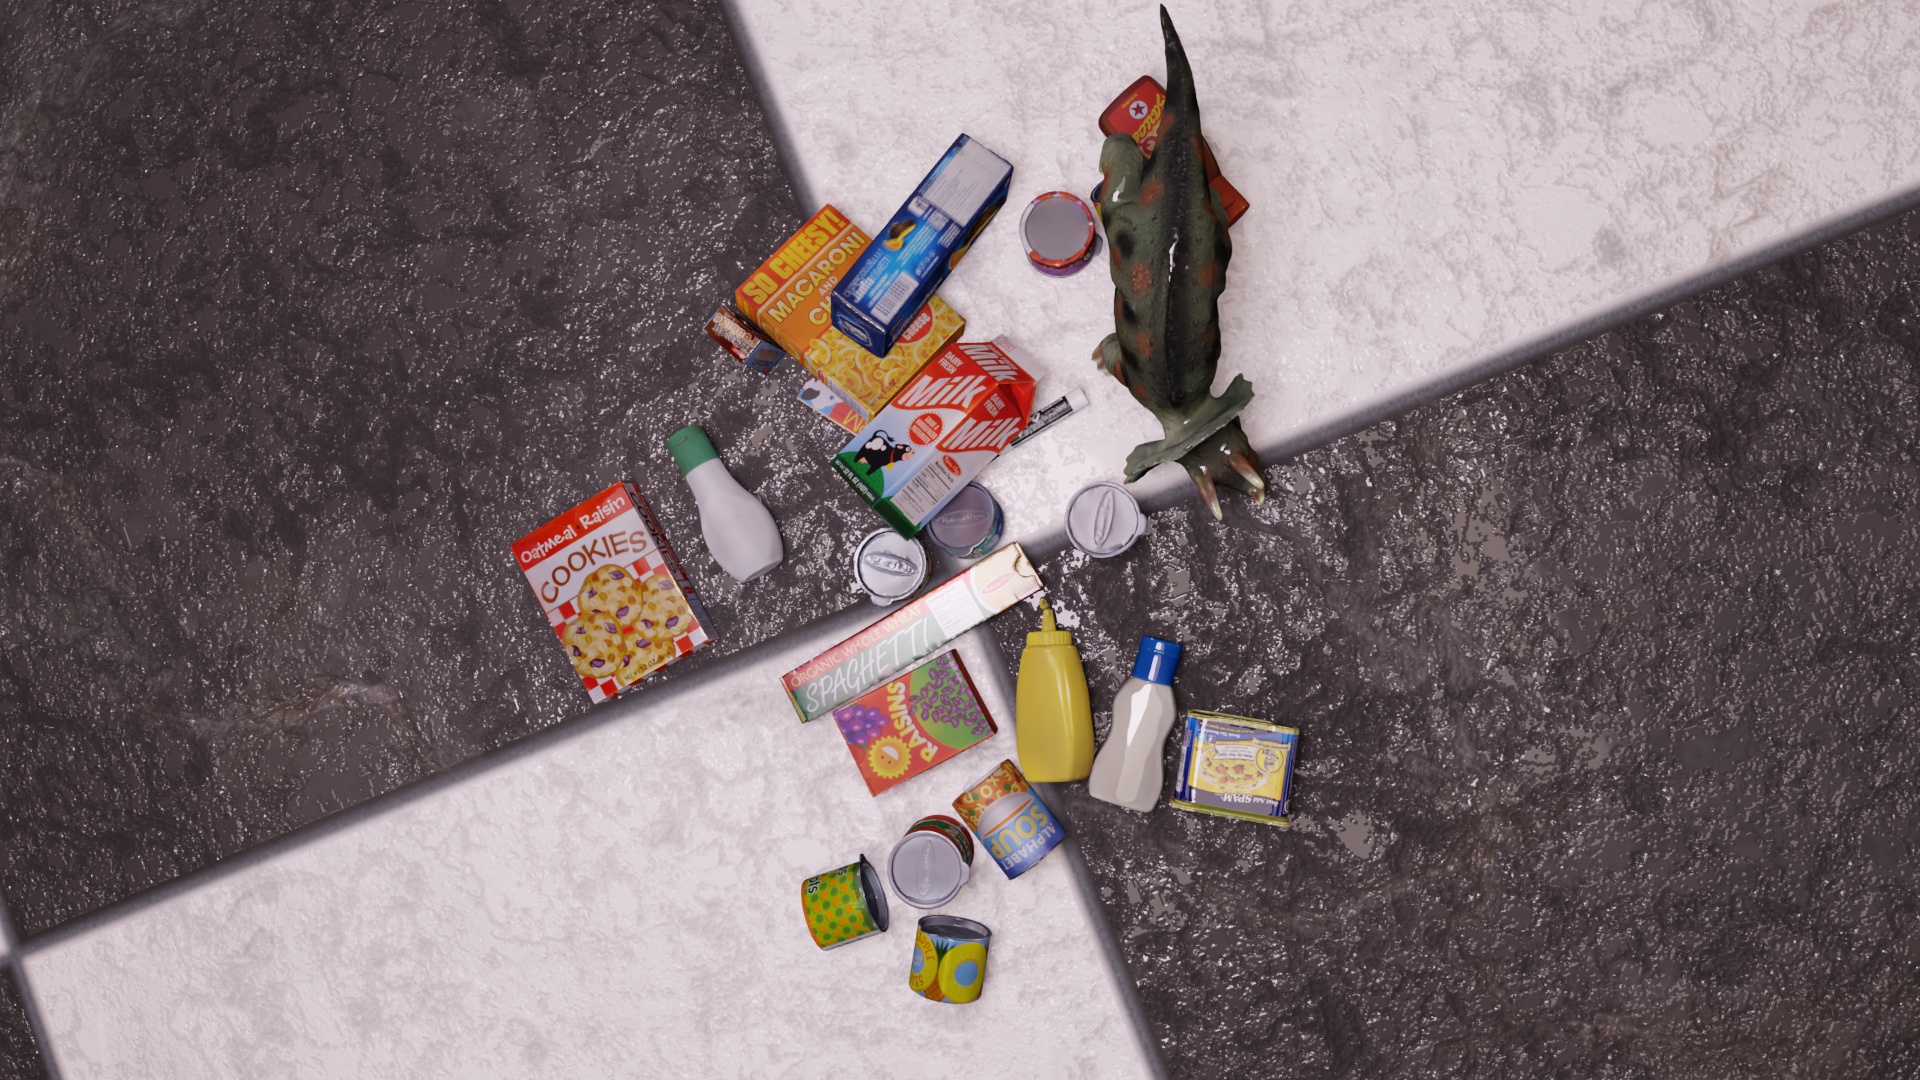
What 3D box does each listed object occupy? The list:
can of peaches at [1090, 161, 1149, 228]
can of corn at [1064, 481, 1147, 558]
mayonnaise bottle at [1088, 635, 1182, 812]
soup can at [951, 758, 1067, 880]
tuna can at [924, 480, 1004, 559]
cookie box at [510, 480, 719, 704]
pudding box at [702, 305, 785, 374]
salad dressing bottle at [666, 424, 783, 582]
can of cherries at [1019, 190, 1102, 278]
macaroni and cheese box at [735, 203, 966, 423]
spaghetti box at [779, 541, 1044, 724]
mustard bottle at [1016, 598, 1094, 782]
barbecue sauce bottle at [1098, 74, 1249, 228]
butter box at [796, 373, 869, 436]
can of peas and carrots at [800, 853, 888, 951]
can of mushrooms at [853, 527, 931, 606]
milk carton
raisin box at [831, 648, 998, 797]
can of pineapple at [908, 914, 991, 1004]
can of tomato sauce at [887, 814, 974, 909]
[{"bbox_3d":[0.155,-0.286,1.204,0.071,0.071,0.058,-26,122,6],"label":"can of peaches"},{"bbox_3d":[0.128,-0.017,1.215,0.071,0.058,0.071,0,89,7],"label":"can of corn"},{"bbox_3d":[0.159,0.159,1.217,0.065,0.041,0.148,15,89,11],"label":"mayonnaise bottle"},{"bbox_3d":[0.042,0.243,1.212,0.071,0.071,0.084,-39,85,5],"label":"soup can"},{"bbox_3d":[0.004,-0.015,1.233,0.071,0.032,0.071,-5,72,16],"label":"tuna can"},{"bbox_3d":[-0.317,0.047,1.274,0.123,0.040,0.167,-30,85,5],"label":"cookie box"},{"bbox_3d":[-0.193,-0.179,1.243,0.050,0.084,0.030,41,94,5],"label":"pudding box"},{"bbox_3d":[-0.216,-0.035,1.264,0.064,0.044,0.147,-31,84,7],"label":"salad dressing bottle"},{"bbox_3d":[0.089,-0.270,1.226,0.071,0.058,0.071,0,89,7],"label":"can of cherries"},{"bbox_3d":[-0.098,-0.202,1.239,0.166,0.040,0.124,41,75,6],"label":"macaroni and cheese box"},{"bbox_3d":[-0.044,0.083,1.247,0.250,0.028,0.050,-30,85,5],"label":"spaghetti box"},{"bbox_3d":[0.081,0.130,1.218,0.065,0.049,0.160,-7,81,35],"label":"mustard bottle"},{"bbox_3d":[0.192,-0.336,1.223,0.065,0.043,0.148,-42,85,3],"label":"barbecue sauce bottle"},{"bbox_3d":[-0.091,-0.123,1.260,0.103,0.024,0.053,32,93,7],"label":"butter box"},{"bbox_3d":[-0.103,0.321,1.230,0.059,0.071,0.071,-20,87,7],"label":"can of peas and carrots"},{"bbox_3d":[-0.061,0.025,1.246,0.071,0.033,0.071,-1,85,8],"label":"can of mushrooms"},{"bbox_3d":[-0.013,-0.099,1.210,0.190,0.073,0.072,-44,54,-1],"label":"milk carton"},{"bbox_3d":[-0.040,0.162,1.240,0.123,0.040,0.086,-28,87,6],"label":"raisin box"},{"bbox_3d":[-0.011,0.367,1.217,0.071,0.071,0.058,9,91,7],"label":"can of pineapple"},{"bbox_3d":[-0.023,0.278,1.213,0.071,0.083,0.071,0,89,7],"label":"can of tomato sauce"}]
